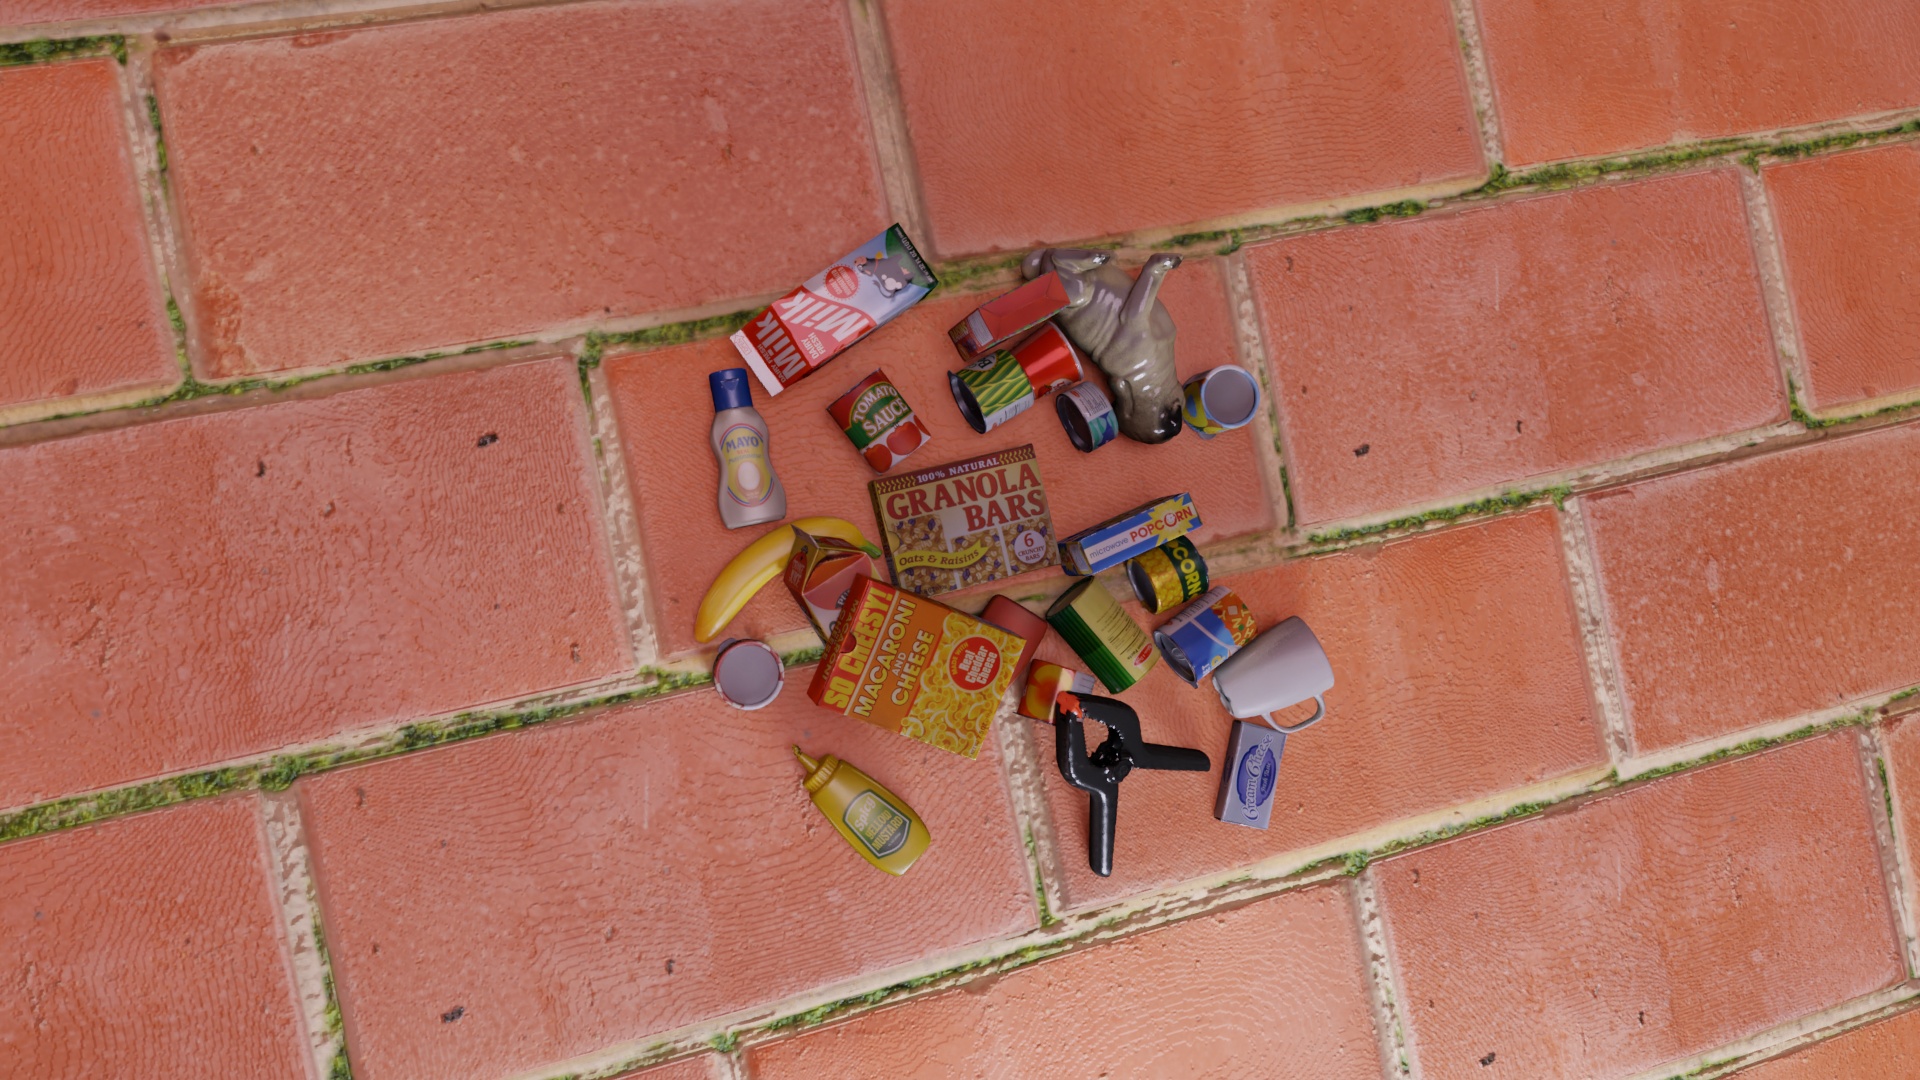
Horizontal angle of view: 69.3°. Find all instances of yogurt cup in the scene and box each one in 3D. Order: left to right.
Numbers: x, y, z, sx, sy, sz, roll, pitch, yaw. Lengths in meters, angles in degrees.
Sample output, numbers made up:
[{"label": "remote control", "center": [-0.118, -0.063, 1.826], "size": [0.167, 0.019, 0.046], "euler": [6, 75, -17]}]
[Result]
[{"label": "yogurt cup", "center": [0.082, -0.176, 1.377], "size": [0.054, 0.072, 0.072], "euler": [-31, 95, -4]}]

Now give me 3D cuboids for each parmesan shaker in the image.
[{"label": "parmesan shaker", "center": [0.142, 0.091, 1.378], "size": [0.071, 0.071, 0.103], "euler": [-43, 96, -11]}]

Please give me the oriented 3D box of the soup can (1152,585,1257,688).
[{"label": "soup can", "center": [0.248, 0.097, 1.400], "size": [0.084, 0.071, 0.071], "euler": [-34, 95, -13]}]

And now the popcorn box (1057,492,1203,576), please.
[{"label": "popcorn box", "center": [0.164, -0.005, 1.376], "size": [0.127, 0.085, 0.038], "euler": [-23, 92, -13]}]

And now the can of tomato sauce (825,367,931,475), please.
[{"label": "can of tomato sauce", "center": [-0.078, -0.114, 1.332], "size": [0.071, 0.071, 0.083], "euler": [-39, 97, -12]}]

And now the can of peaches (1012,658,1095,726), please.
[{"label": "can of peaches", "center": [0.092, 0.152, 1.362], "size": [0.071, 0.071, 0.058], "euler": [19, 84, -12]}]

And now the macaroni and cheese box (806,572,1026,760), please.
[{"label": "macaroni and cheese box", "center": [-0.039, 0.115, 1.265], "size": [0.166, 0.040, 0.123], "euler": [22, 90, -23]}]

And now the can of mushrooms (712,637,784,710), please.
[{"label": "can of mushrooms", "center": [-0.202, 0.124, 1.310], "size": [0.071, 0.033, 0.071], "euler": [0, 88, -13]}]

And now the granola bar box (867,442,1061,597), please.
[{"label": "granola bar box", "center": [0.005, -0.017, 1.363], "size": [0.166, 0.039, 0.124], "euler": [-14, 90, -14]}]

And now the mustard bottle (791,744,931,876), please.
[{"label": "mustard bottle", "center": [-0.102, 0.250, 1.319], "size": [0.160, 0.048, 0.065], "euler": [42, 78, -8]}]

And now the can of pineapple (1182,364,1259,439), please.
[{"label": "can of pineapple", "center": [0.265, -0.142, 1.421], "size": [0.071, 0.058, 0.071], "euler": [1, 88, -13]}]

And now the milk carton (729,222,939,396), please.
[{"label": "milk carton", "center": [-0.122, -0.217, 1.326], "size": [0.191, 0.073, 0.072], "euler": [-36, 96, -12]}]

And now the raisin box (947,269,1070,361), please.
[{"label": "raisin box", "center": [0.044, -0.215, 1.339], "size": [0.086, 0.123, 0.040], "euler": [-29, 95, -13]}]

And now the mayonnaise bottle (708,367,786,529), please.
[{"label": "mayonnaise bottle", "center": [-0.208, -0.088, 1.315], "size": [0.065, 0.041, 0.148], "euler": [-11, 90, -12]}]

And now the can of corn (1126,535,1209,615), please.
[{"label": "can of corn", "center": [0.208, 0.034, 1.392], "size": [0.058, 0.071, 0.071], "euler": [-24, 93, -12]}]

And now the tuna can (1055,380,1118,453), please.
[{"label": "tuna can", "center": [0.127, -0.122, 1.385], "size": [0.033, 0.071, 0.071], "euler": [-29, 94, -14]}]

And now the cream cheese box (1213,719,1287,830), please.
[{"label": "cream cheese box", "center": [0.298, 0.241, 1.426], "size": [0.053, 0.024, 0.104], "euler": [14, 84, -12]}]

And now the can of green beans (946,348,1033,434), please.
[{"label": "can of green beans", "center": [0.031, -0.147, 1.362], "size": [0.058, 0.071, 0.071], "euler": [-30, 94, -13]}]

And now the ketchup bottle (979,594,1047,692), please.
[{"label": "ketchup bottle", "center": [0.024, 0.129, 1.357], "size": [0.065, 0.043, 0.149], "euler": [32, 81, -3]}]

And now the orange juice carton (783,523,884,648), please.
[{"label": "orange juice carton", "center": [-0.101, 0.068, 1.296], "size": [0.073, 0.072, 0.192], "euler": [-34, 109, -12]}]
